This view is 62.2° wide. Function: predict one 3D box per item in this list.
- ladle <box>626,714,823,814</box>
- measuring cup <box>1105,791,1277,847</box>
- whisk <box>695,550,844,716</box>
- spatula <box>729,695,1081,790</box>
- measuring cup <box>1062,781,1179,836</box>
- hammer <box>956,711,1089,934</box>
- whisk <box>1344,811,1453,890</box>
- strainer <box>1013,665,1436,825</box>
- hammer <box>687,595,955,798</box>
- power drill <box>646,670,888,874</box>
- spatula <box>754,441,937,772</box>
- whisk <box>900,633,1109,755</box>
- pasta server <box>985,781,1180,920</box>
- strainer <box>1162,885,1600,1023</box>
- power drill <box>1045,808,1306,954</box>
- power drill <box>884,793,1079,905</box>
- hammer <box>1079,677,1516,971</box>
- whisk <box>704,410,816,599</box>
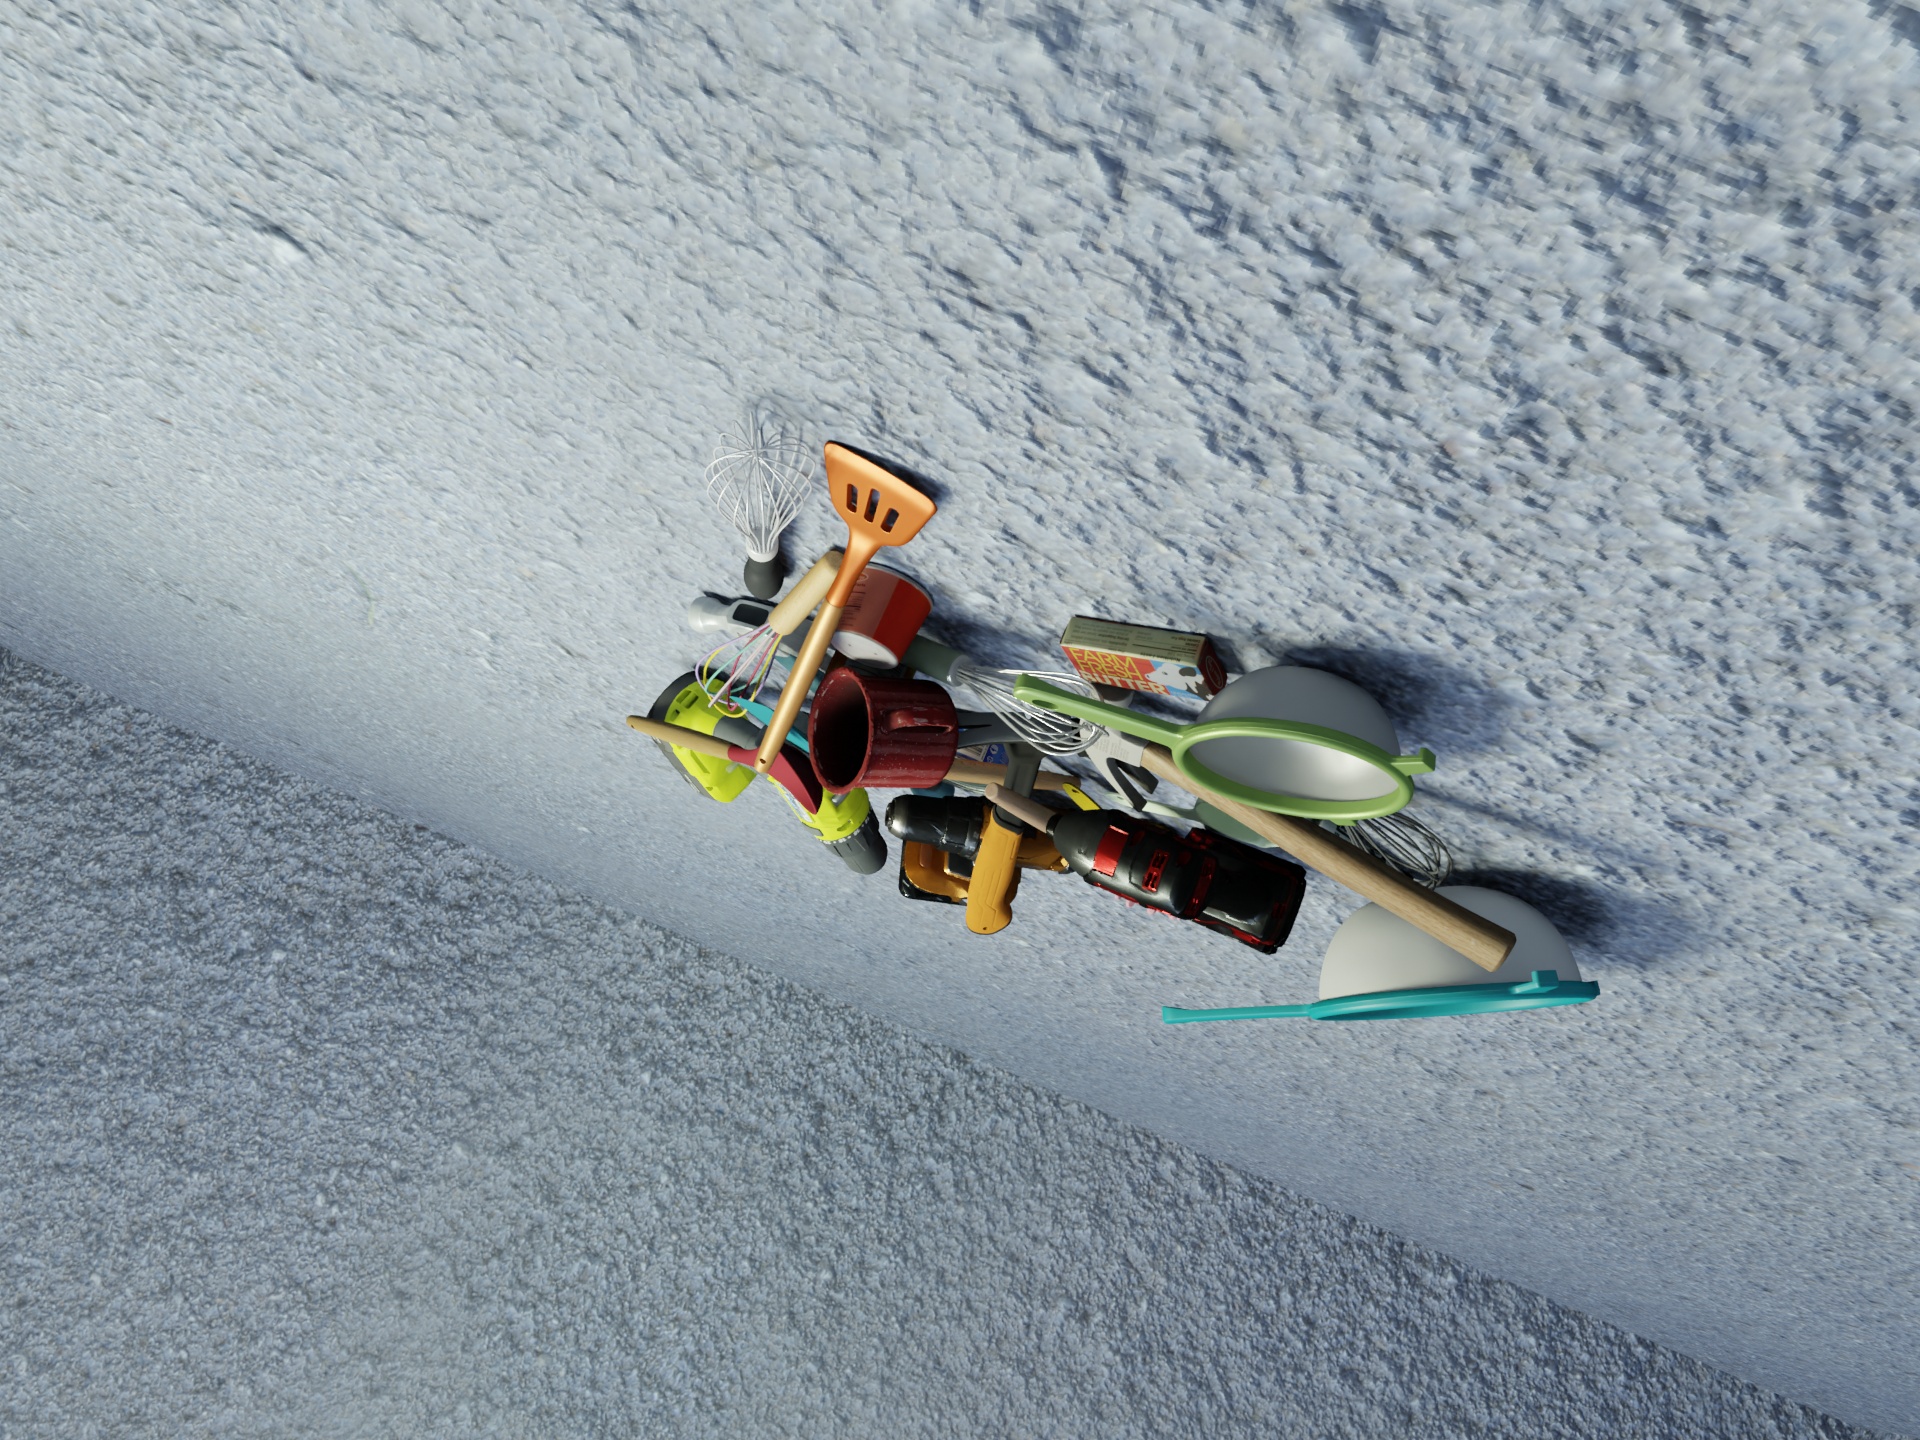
[{"bbox_3d":[-0.209,0.025,1.372,0.316,0.031,0.069,14,136,49],"label":"ladle"},{"bbox_3d":[0.186,0.058,1.239,0.168,0.038,0.083,9,157,41],"label":"measuring cup"},{"bbox_3d":[-0.142,-0.063,1.211,0.051,0.047,0.245,3,156,-31],"label":"whisk"},{"bbox_3d":[-0.033,0.025,1.289,0.317,0.044,0.082,8,-178,-30],"label":"spatula"},{"bbox_3d":[0.140,0.084,1.382,0.062,0.029,0.156,2,150,46],"label":"measuring cup"},{"bbox_3d":[0.029,0.095,1.335,0.127,0.034,0.336,0,147,-6],"label":"hammer"},{"bbox_3d":[0.269,0.058,1.131,0.238,0.055,0.055,37,157,-25],"label":"whisk"},{"bbox_3d":[0.163,-0.008,1.005,0.256,0.069,0.151,16,161,-1],"label":"strainer"},{"bbox_3d":[-0.097,-0.009,1.392,0.128,0.033,0.330,11,158,35],"label":"hammer"},{"bbox_3d":[-0.172,0.050,1.472,0.229,0.080,0.190,21,152,41],"label":"power drill"},{"bbox_3d":[-0.097,-0.062,1.090,0.081,0.041,0.322,31,133,2],"label":"spatula"},{"bbox_3d":[0.006,-0.033,1.141,0.246,0.058,0.059,25,175,36],"label":"whisk"},{"bbox_3d":[0.104,0.109,1.313,0.060,0.040,0.316,11,168,36],"label":"pasta server"},{"bbox_3d":[0.315,0.186,1.250,0.340,0.095,0.210,-10,165,29],"label":"strainer"},{"bbox_3d":[0.170,0.119,1.255,0.143,0.078,0.219,20,180,38],"label":"power drill"},{"bbox_3d":[0.001,0.119,1.502,0.185,0.084,0.226,9,163,-14],"label":"power drill"},{"bbox_3d":[0.229,0.078,1.113,0.331,0.031,0.130,31,155,16],"label":"hammer"},{"bbox_3d":[-0.134,-0.129,1.073,0.070,0.070,0.284,23,166,0],"label":"whisk"}]
